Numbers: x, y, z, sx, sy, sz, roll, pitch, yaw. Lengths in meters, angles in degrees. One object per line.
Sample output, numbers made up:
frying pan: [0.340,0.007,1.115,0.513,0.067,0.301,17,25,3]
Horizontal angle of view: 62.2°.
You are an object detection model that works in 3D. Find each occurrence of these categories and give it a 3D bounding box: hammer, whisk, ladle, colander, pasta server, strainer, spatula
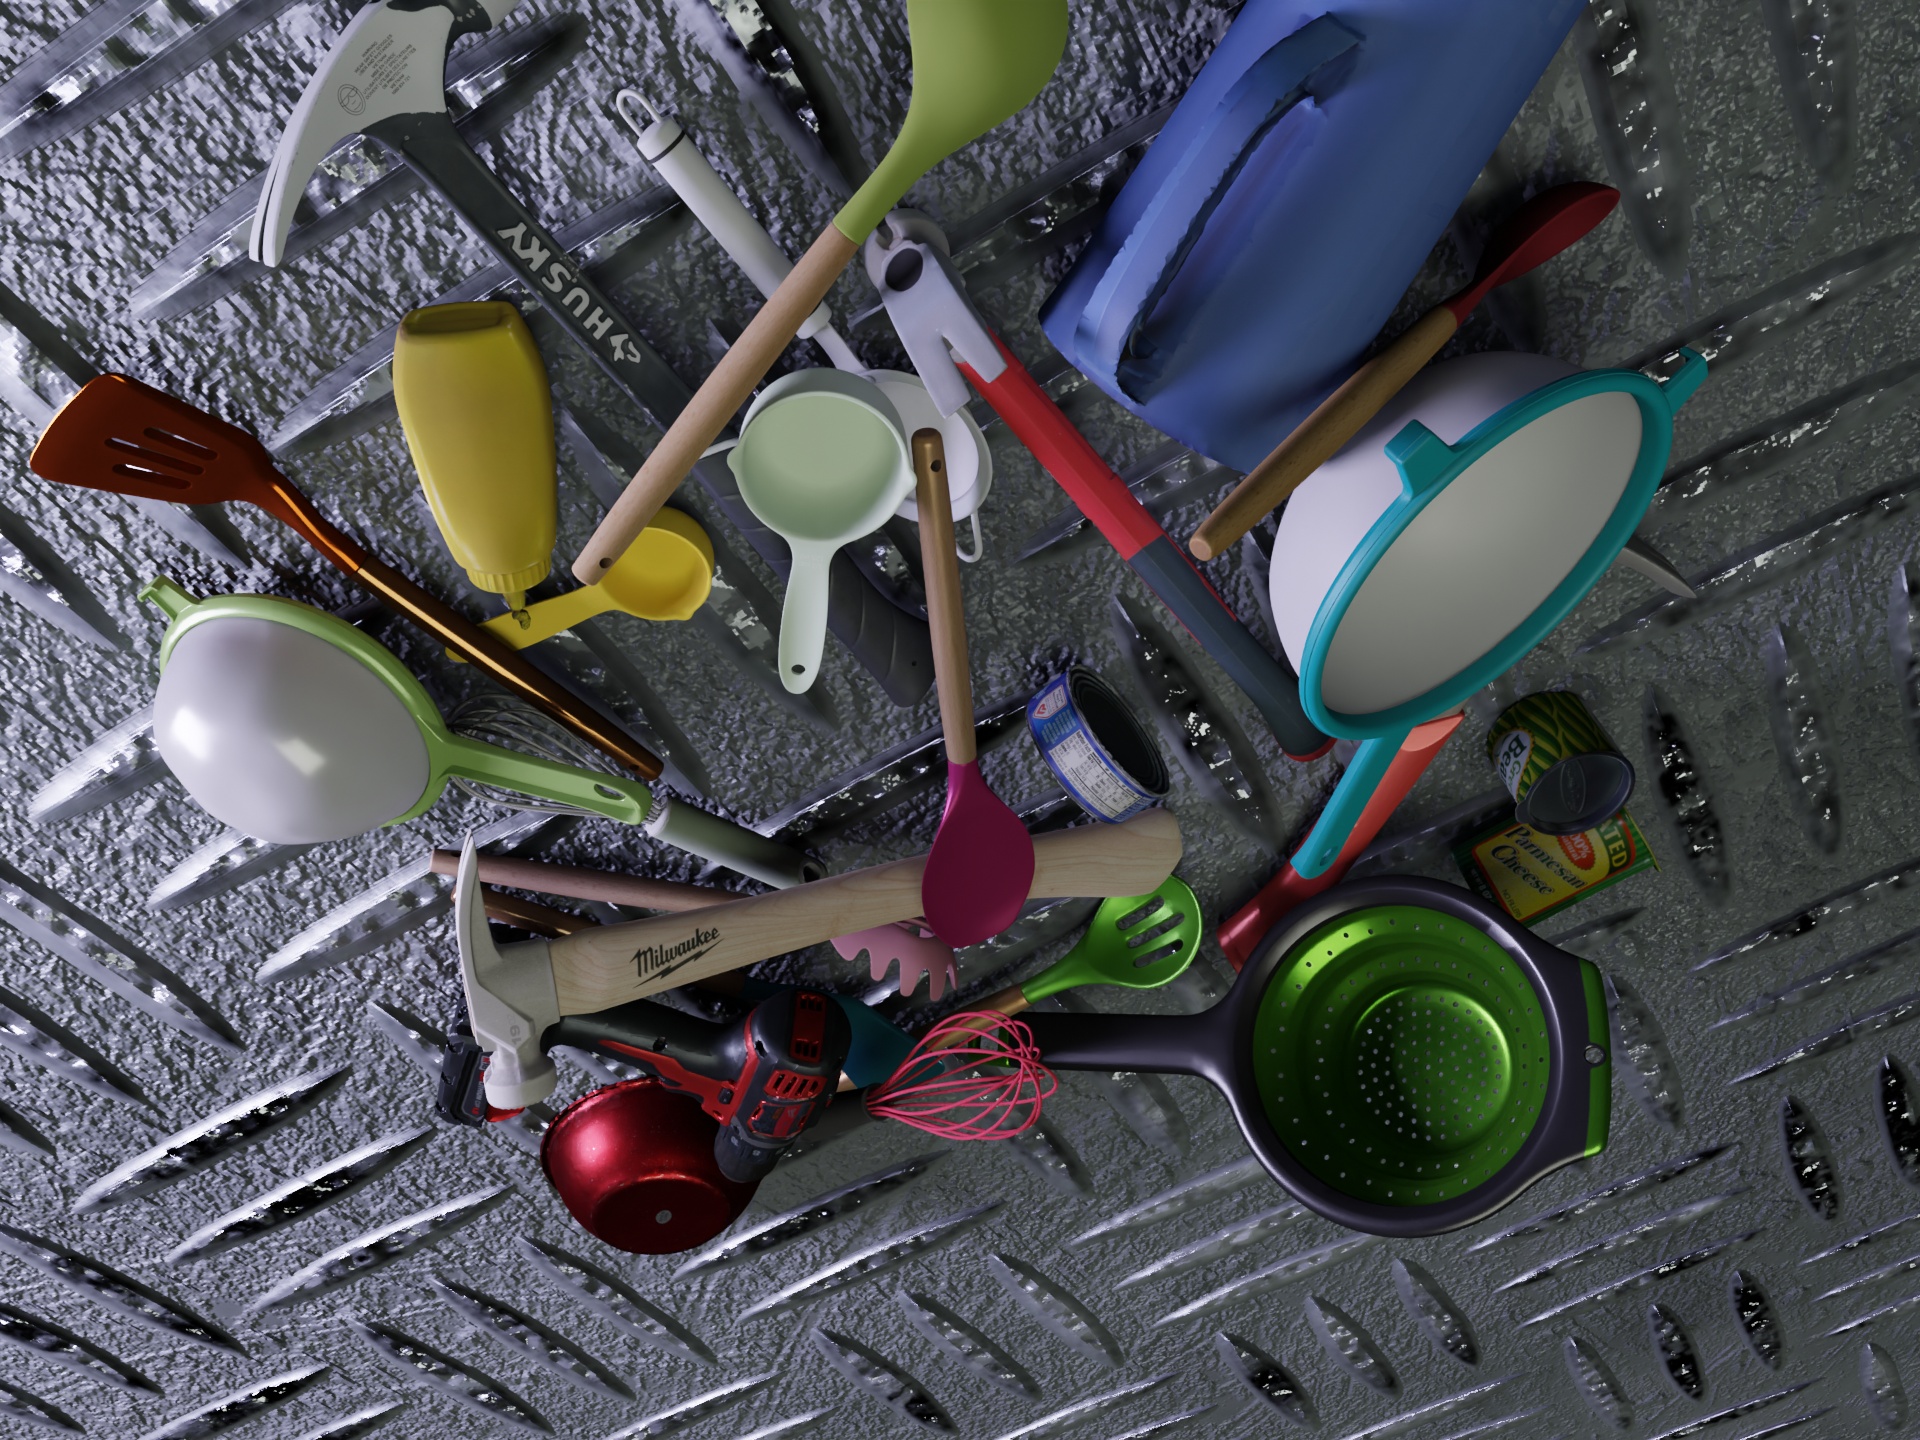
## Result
hammer: [-0.126,-0.131,0.712,0.149,0.036,0.408,-51,132,-10]
whisk: [-0.174,0.050,0.877,0.246,0.058,0.059,27,154,-32]
ladle: [-0.069,-0.185,0.656,0.320,0.062,0.078,-49,142,16]
colander: [0.195,0.206,0.981,0.397,0.205,0.094,-5,160,29]
pasta server: [-0.148,0.113,0.932,0.316,0.060,0.040,11,114,-14]
strainer: [-0.060,-0.176,0.712,0.087,0.050,0.258,-11,133,42]
whisk: [-0.040,0.228,0.963,0.073,0.073,0.296,24,149,-27]
hammer: [-0.066,0.094,0.884,0.410,0.038,0.146,-11,104,-19]
strainer: [-0.280,0.028,0.765,0.256,0.069,0.151,13,133,6]
spatula: [-0.158,0.163,0.968,0.317,0.044,0.082,24,139,-25]
hammer: [0.093,-0.078,0.768,0.038,0.143,0.385,-37,130,14]
hammer: [0.262,0.029,0.937,0.149,0.037,0.359,17,125,-16]
ladle: [0.188,-0.153,0.665,0.031,0.315,0.069,47,149,2]
strainer: [0.209,-0.054,0.795,0.211,0.095,0.340,-19,145,-28]
spatula: [-0.271,-0.054,0.763,0.081,0.041,0.322,-31,125,32]

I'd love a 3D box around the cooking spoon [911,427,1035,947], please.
cooking spoon: [-0.001,-0.003,0.804,0.068,0.017,0.318,-19,129,-17]

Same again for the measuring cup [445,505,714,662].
measuring cup: [-0.192,-0.064,0.795,0.156,0.029,0.062,-19,130,20]

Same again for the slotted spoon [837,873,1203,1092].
slotted spoon: [0.021,0.183,1.020,0.314,0.070,0.031,-29,157,20]

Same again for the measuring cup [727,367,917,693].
measuring cup: [-0.068,-0.086,0.734,0.083,0.038,0.167,6,130,-8]

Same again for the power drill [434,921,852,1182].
power drill: [-0.191,0.213,0.958,0.226,0.080,0.187,14,137,-12]
